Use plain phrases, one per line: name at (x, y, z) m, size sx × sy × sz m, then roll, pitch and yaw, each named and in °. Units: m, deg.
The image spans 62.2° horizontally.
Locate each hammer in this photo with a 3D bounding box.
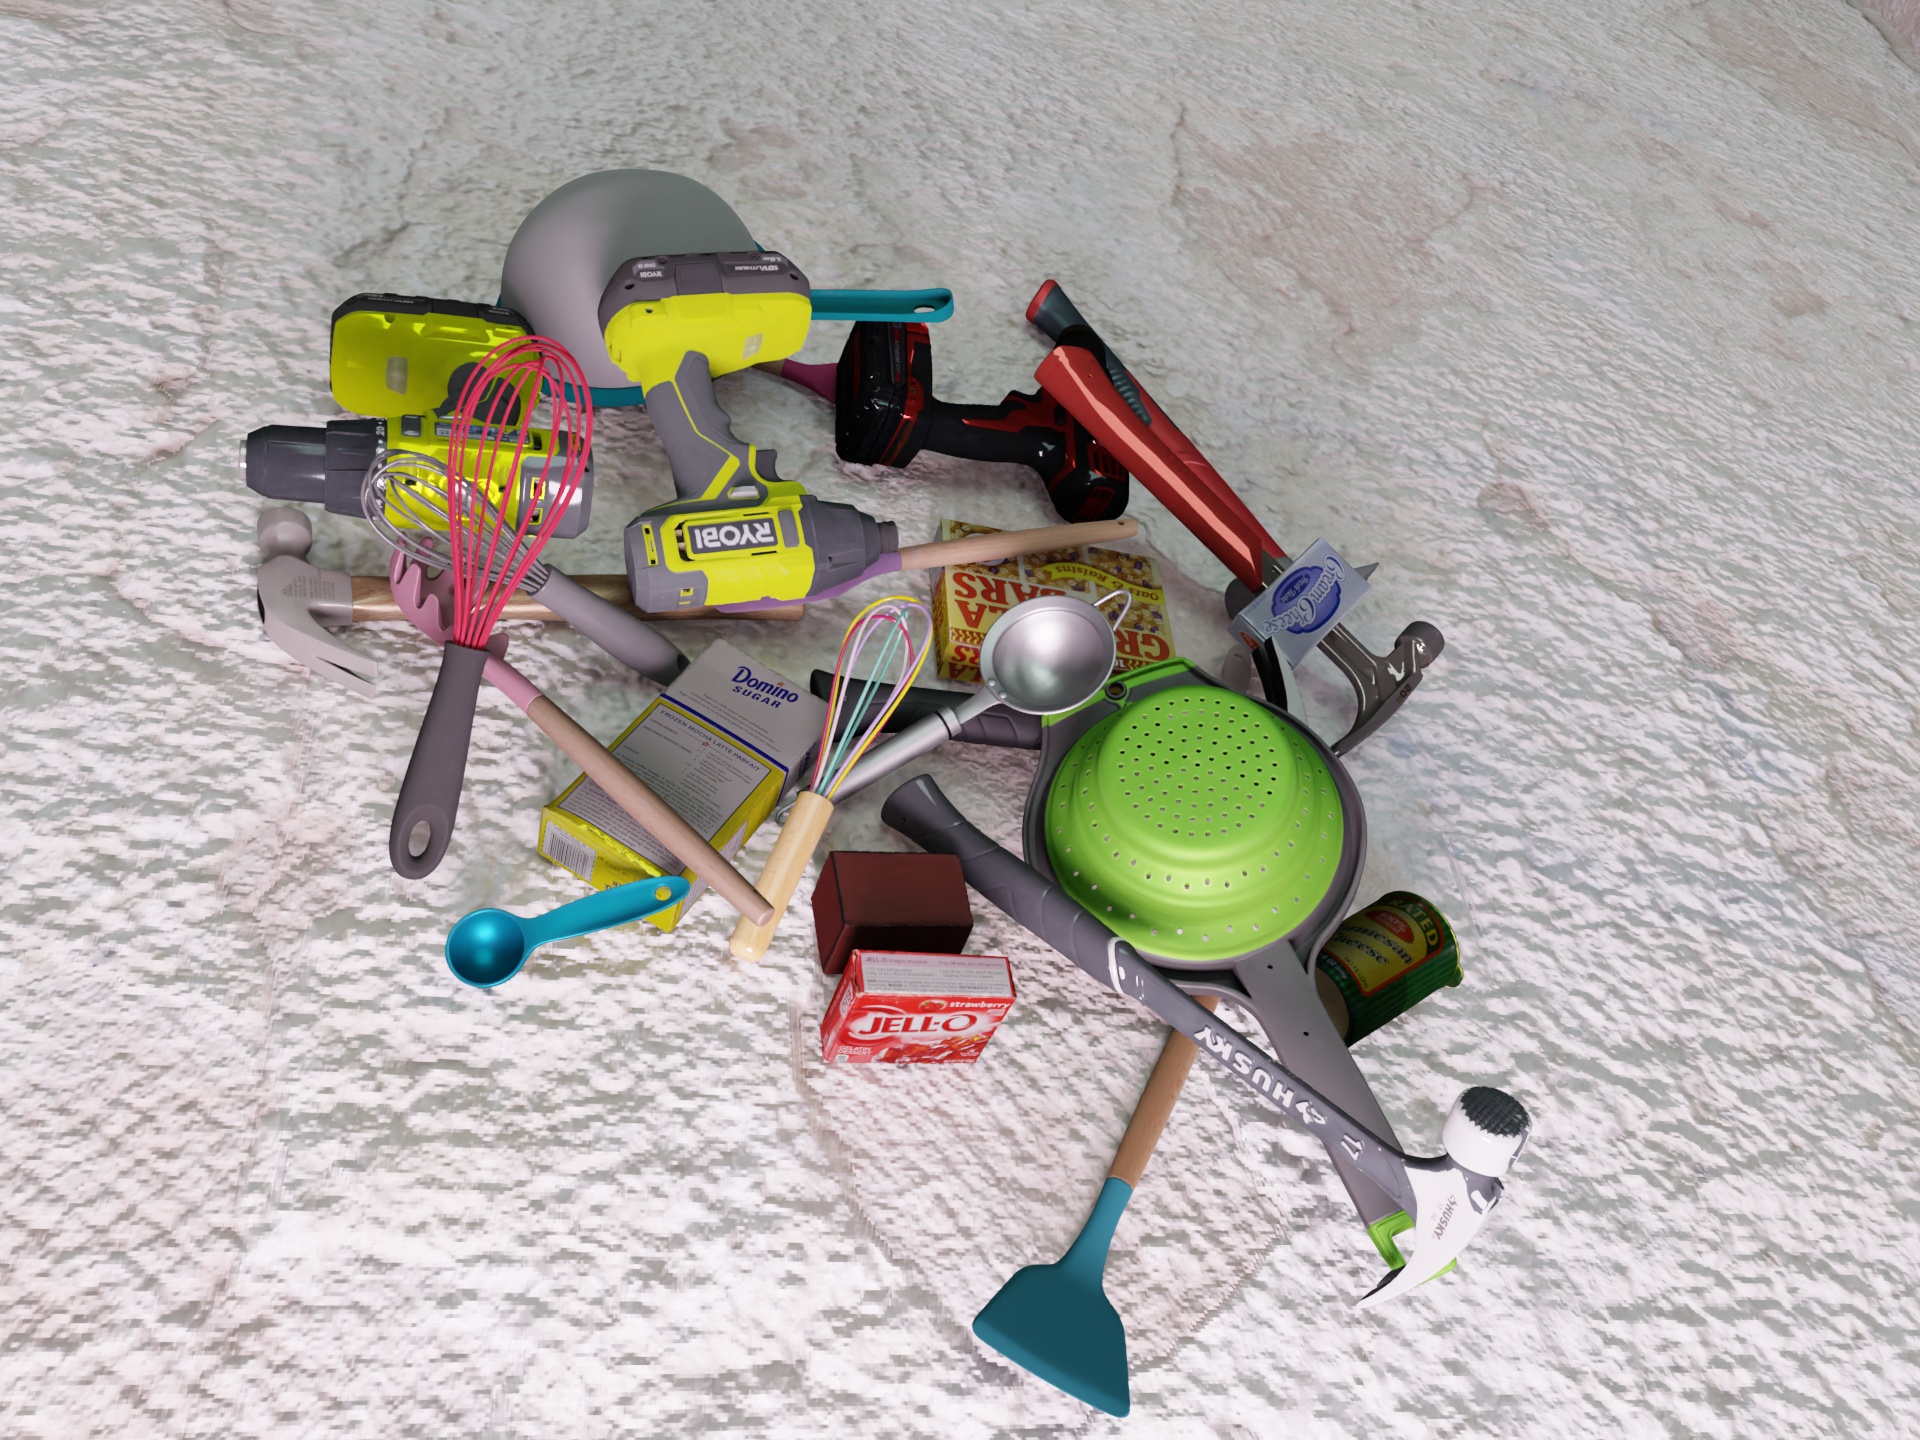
hammer at (0.183, -0.133, 1.154) m, size 0.359 × 0.036 × 0.149 m, roll 45°, pitch 62°, yaw 6°
hammer at (-0.257, -0.075, 0.989) m, size 0.331 × 0.031 × 0.130 m, roll -2°, pitch 51°, yaw -24°
hammer at (0.102, 0.147, 0.858) m, size 0.036 × 0.149 × 0.409 m, roll -23°, pitch 45°, yaw -40°
hammer at (0.069, 0.001, 1.028) m, size 0.334 × 0.035 × 0.146 m, roll 7°, pitch 72°, yaw -10°
hammer at (0.179, -0.231, 1.302) m, size 0.143 × 0.038 × 0.387 m, roll -14°, pitch 57°, yaw -33°

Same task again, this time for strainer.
strainer at (-0.176, -0.325, 1.126) m, size 0.340 × 0.095 × 0.211 m, roll 3°, pitch 54°, yaw 8°
strainer at (-0.002, -0.003, 0.976) m, size 0.258 × 0.050 × 0.087 m, roll -30°, pitch 58°, yaw -13°

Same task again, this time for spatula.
spatula at (0.099, 0.226, 0.855) m, size 0.082 × 0.044 × 0.318 m, roll 27°, pitch 44°, yaw 9°
spatula at (-0.020, -0.113, 1.074) m, size 0.316 × 0.018 × 0.060 m, roll -10°, pitch 54°, yaw -22°

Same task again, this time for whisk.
whisk at (-0.078, 0.027, 0.924) m, size 0.047 × 0.051 × 0.245 m, roll 28°, pitch 65°, yaw -8°
whisk at (-0.242, -0.078, 0.918) m, size 0.238 × 0.055 × 0.055 m, roll 37°, pitch 33°, yaw -40°
whisk at (-0.254, -0.058, 0.838) m, size 0.073 × 0.296 × 0.073 m, roll 15°, pitch 4°, yaw -1°

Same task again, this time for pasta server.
pasta server at (-0.212, 0.002, 0.874) m, size 0.316 × 0.040 × 0.060 m, roll 39°, pitch 12°, yaw 19°

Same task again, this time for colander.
colander at (0.166, 0.112, 0.881) m, size 0.204 × 0.094 × 0.397 m, roll -22°, pitch 61°, yaw -6°

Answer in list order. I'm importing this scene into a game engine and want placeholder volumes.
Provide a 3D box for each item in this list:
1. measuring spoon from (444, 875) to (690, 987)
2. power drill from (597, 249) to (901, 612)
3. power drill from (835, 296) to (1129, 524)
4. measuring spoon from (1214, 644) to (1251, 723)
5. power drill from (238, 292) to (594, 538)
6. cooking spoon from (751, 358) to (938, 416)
measuring spoon at (-0.203, 0.108, 0.834) m, size 0.128 × 0.021 × 0.042 m, roll -16°, pitch 67°, yaw -13°
power drill at (-0.140, -0.183, 1.018) m, size 0.171 × 0.080 × 0.223 m, roll -8°, pitch 72°, yaw -17°
power drill at (0.024, -0.251, 1.217) m, size 0.226 × 0.080 × 0.188 m, roll 12°, pitch 54°, yaw -19°
measuring spoon at (0.191, -0.015, 1.133) m, size 0.034 × 0.018 × 0.124 m, roll 24°, pitch 39°, yaw 0°
power drill at (-0.335, -0.187, 0.981) m, size 0.190 × 0.080 × 0.229 m, roll 2°, pitch 33°, yaw -21°
cooking spoon at (-0.161, -0.280, 1.222) m, size 0.319 × 0.017 × 0.069 m, roll 19°, pitch 52°, yaw -5°
